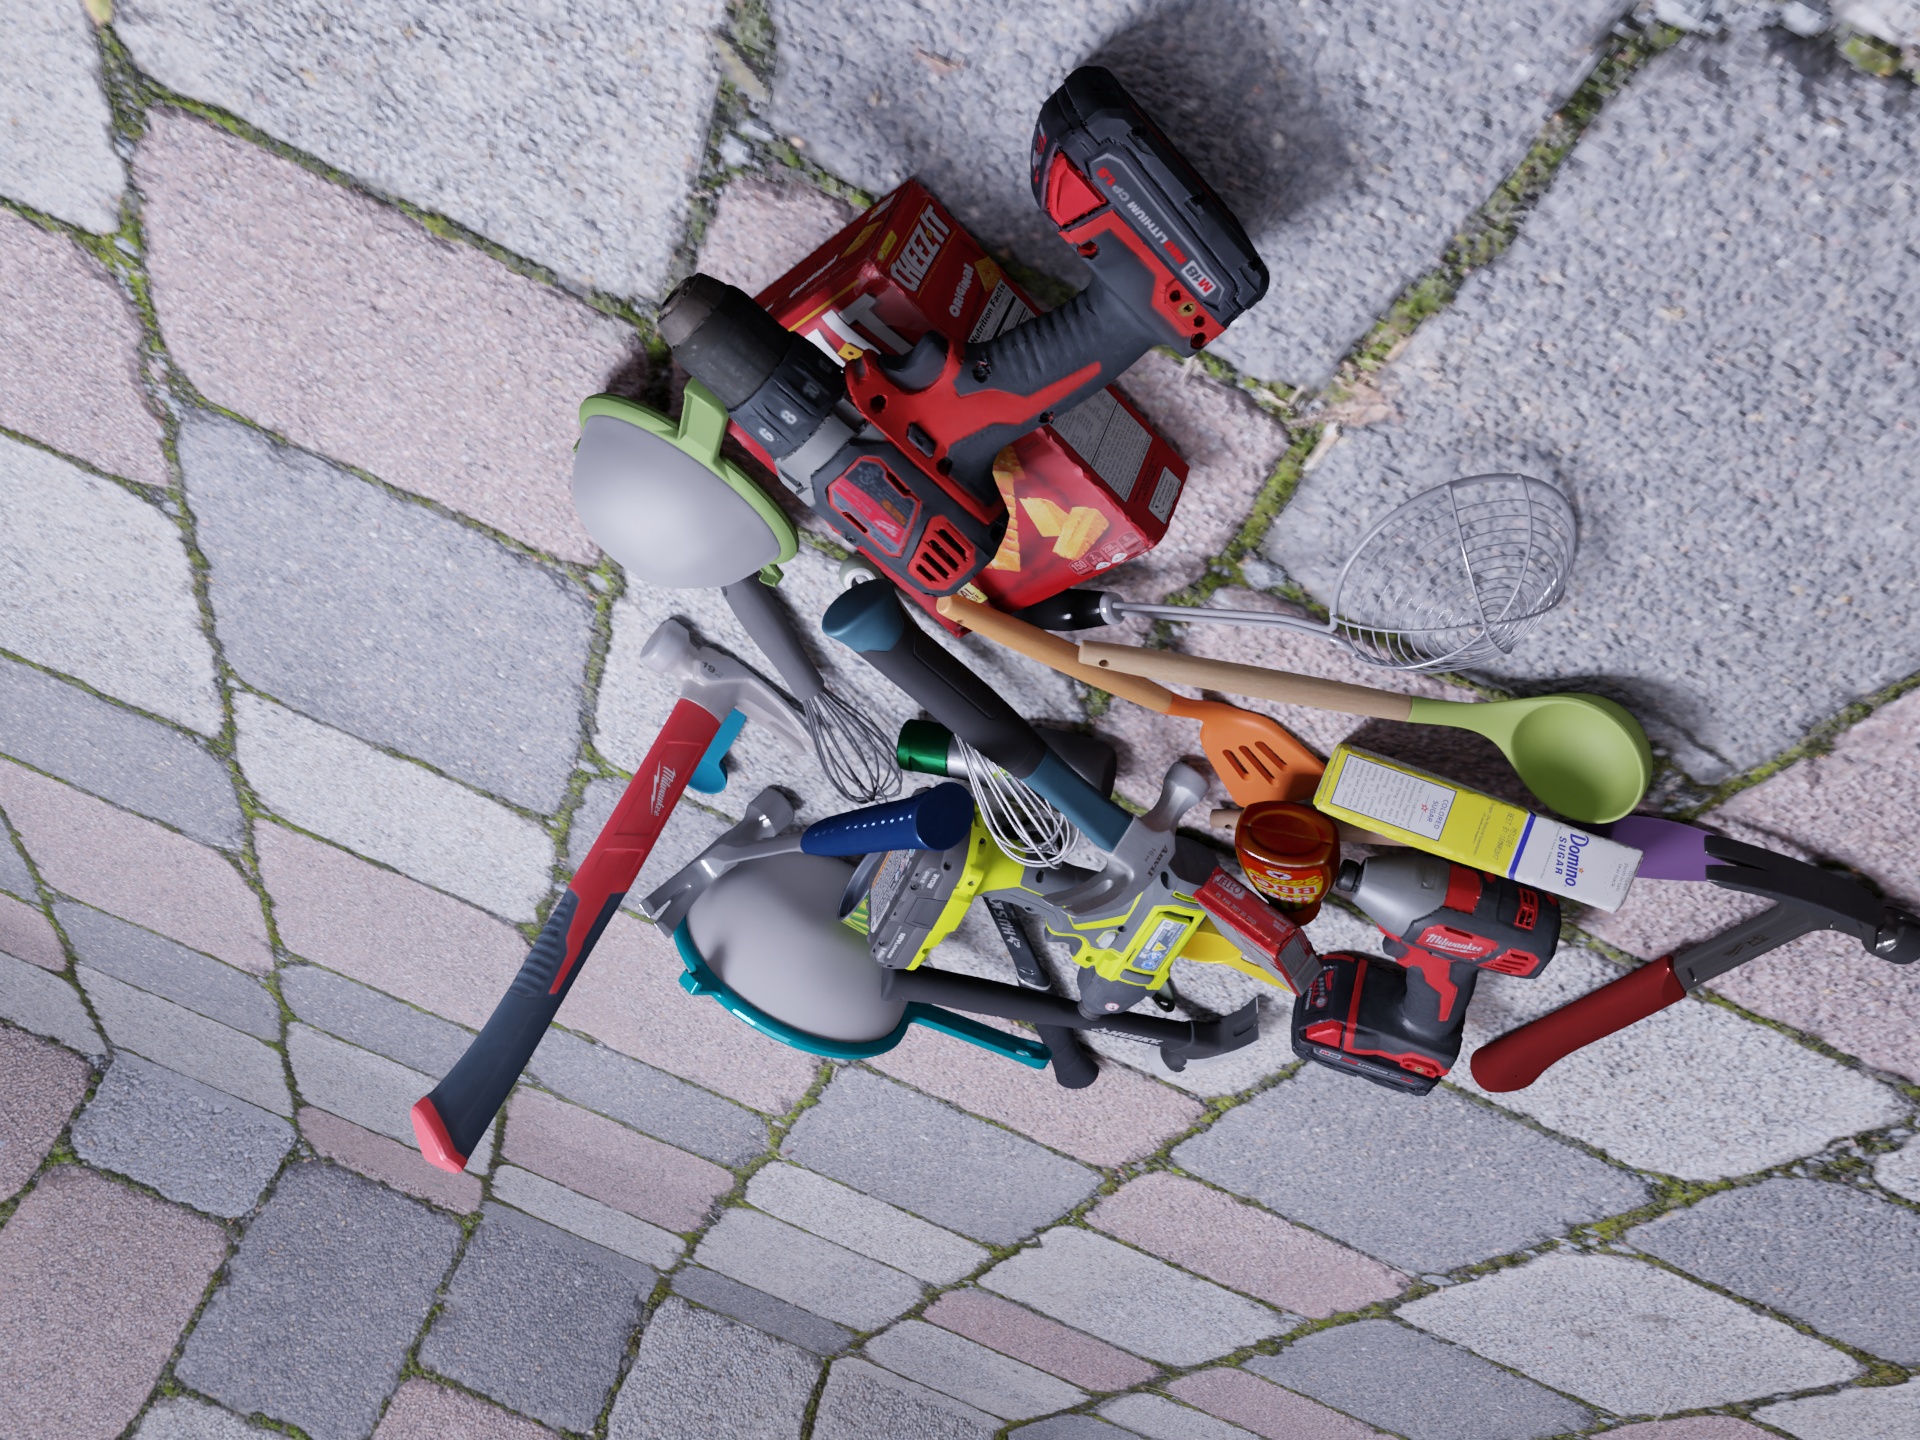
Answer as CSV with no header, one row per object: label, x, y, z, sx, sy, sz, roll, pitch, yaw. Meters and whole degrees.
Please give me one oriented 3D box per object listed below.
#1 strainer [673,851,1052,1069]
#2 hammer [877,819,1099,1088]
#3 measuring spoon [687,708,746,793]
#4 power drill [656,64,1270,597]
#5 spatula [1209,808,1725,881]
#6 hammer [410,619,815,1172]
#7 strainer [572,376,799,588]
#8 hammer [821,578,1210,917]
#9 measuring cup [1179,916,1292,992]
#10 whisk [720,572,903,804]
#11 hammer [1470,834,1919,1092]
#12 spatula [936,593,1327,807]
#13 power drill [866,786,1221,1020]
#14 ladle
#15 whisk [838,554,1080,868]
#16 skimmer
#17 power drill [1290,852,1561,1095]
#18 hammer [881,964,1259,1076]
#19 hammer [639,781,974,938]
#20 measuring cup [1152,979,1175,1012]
strainer,-0.059,0.189,1.282,0.340,0.211,0.095,24,109,-15
hammer,0.051,0.205,1.332,0.149,0.036,0.408,6,144,24
measuring spoon,-0.182,0.012,1.214,0.042,0.021,0.128,28,137,-7
power drill,-0.002,-0.178,0.699,0.226,0.080,0.187,-40,117,22
spatula,0.314,0.073,1.016,0.316,0.018,0.059,3,138,24
hammer,-0.228,0.121,1.049,0.143,0.386,0.038,38,148,-22
strainer,-0.162,-0.124,0.880,0.151,0.069,0.256,34,167,-7
hammer,0.034,0.015,0.947,0.033,0.128,0.330,24,169,47
measuring cup,0.224,0.178,1.216,0.156,0.029,0.062,25,148,-27
whisk,-0.104,-0.021,1.092,0.055,0.055,0.238,-3,135,32
hammer,0.449,0.182,1.070,0.149,0.037,0.359,20,147,-9
spatula,0.106,-0.010,0.947,0.322,0.041,0.081,21,153,-40
power drill,0.053,0.139,1.132,0.223,0.080,0.171,16,127,-16
ladle,0.223,-0.003,0.880,0.320,0.062,0.078,10,136,-2
whisk,-0.002,-0.003,1.016,0.058,0.059,0.246,-31,105,15
skimmer,0.146,-0.083,0.883,0.363,0.090,0.127,7,153,38
power drill,0.309,0.169,1.107,0.143,0.079,0.219,18,143,6
hammer,0.085,0.230,1.257,0.334,0.035,0.146,17,150,-28
hammer,-0.105,0.084,1.066,0.035,0.144,0.405,53,154,-11
measuring cup,0.142,0.200,1.268,0.083,0.038,0.167,1,139,27
